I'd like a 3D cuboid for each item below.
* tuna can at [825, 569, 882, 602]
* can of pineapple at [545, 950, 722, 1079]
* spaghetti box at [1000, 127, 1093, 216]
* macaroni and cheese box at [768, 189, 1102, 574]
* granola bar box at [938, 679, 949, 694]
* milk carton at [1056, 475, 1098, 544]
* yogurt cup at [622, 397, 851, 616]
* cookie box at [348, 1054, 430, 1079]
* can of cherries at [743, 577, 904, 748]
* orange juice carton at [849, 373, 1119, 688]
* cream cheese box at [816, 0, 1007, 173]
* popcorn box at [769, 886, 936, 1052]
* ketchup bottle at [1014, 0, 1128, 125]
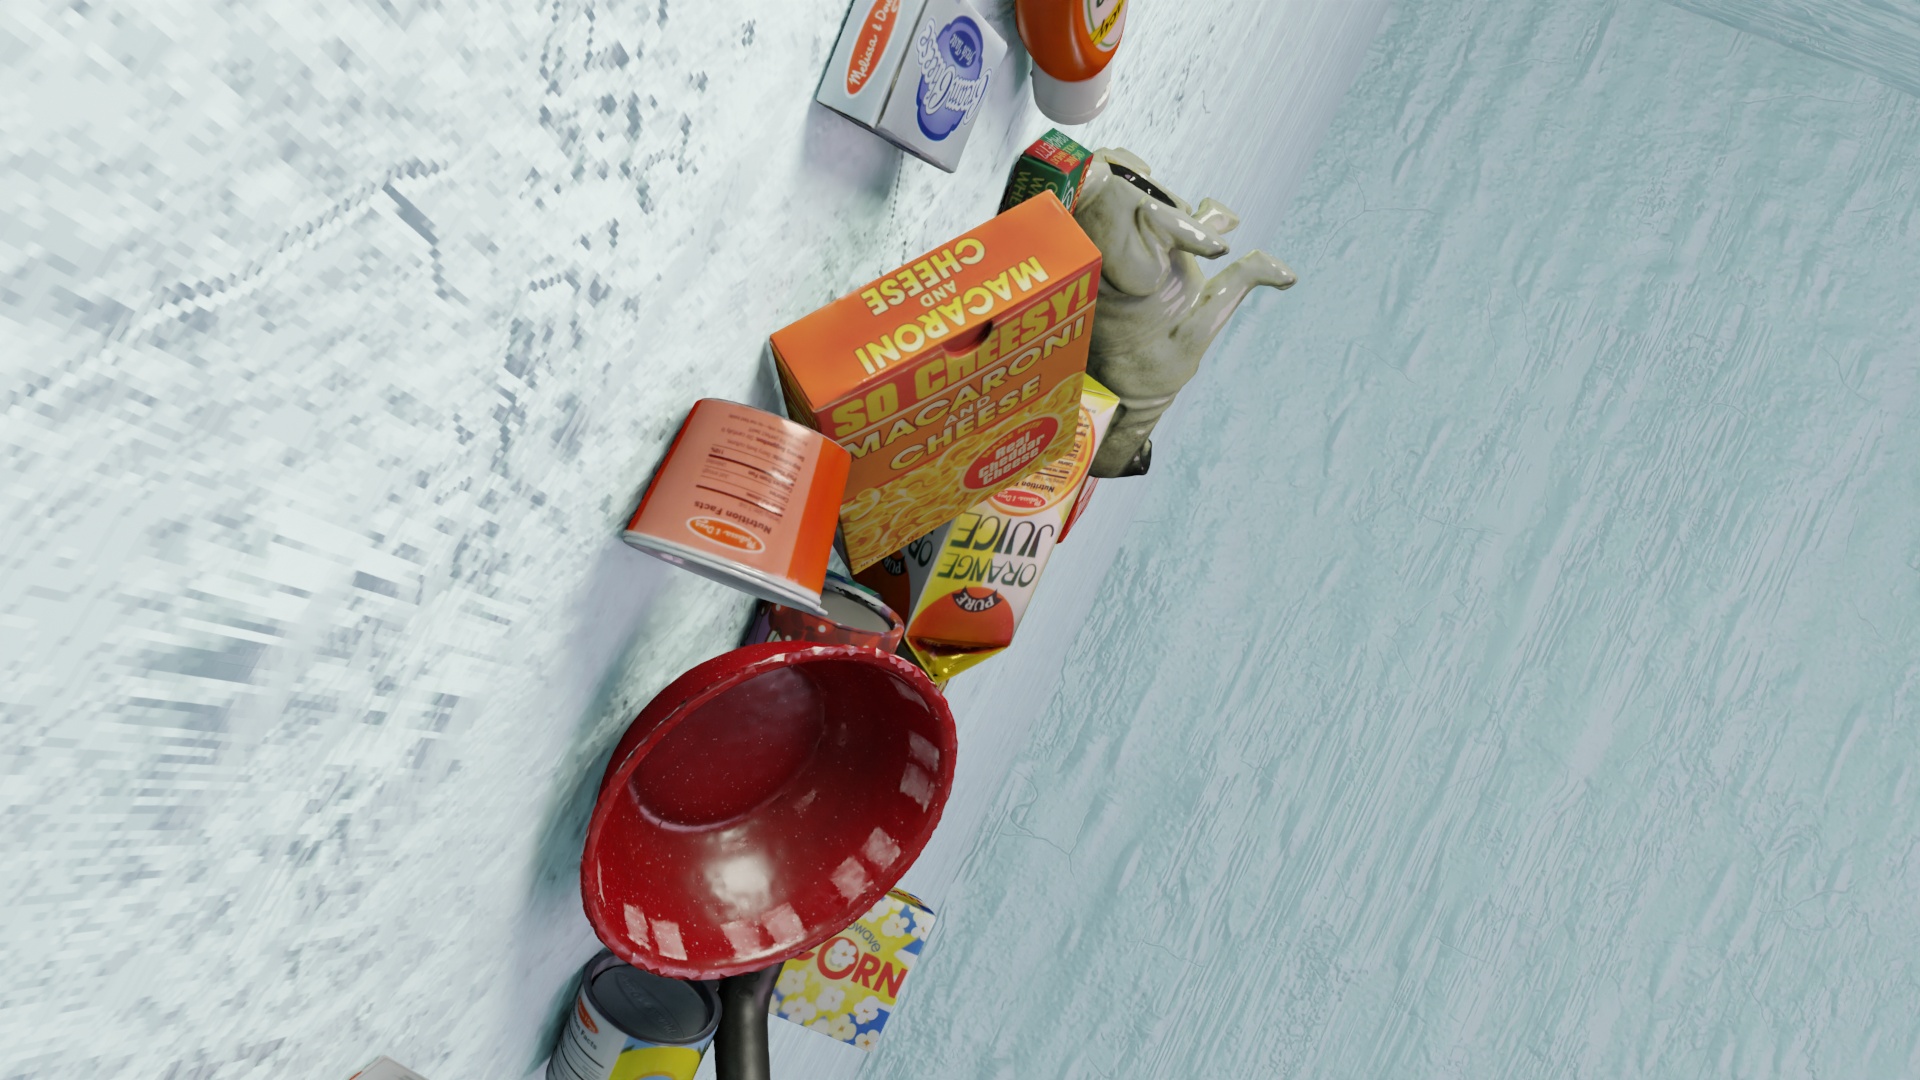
[{"bbox_3d":[-0.069,0.048,0.705,0.071,0.033,0.071,-61,170,-18],"label":"tuna can"},{"bbox_3d":[-0.150,0.233,0.646,0.057,0.071,0.071,-66,170,14],"label":"can of pineapple"},{"bbox_3d":[0.016,-0.104,0.777,0.050,0.029,0.248,-52,165,-55],"label":"spaghetti box"},{"bbox_3d":[-0.007,-0.057,0.576,0.124,0.040,0.166,-30,162,-11],"label":"macaroni and cheese box"},{"bbox_3d":[-0.047,0.111,0.965,0.124,0.039,0.165,-61,170,-21],"label":"granola bar box"},{"bbox_3d":[0.071,-0.070,1.022,0.073,0.073,0.189,-49,162,-59],"label":"milk carton"},{"bbox_3d":[-0.070,-0.012,0.458,0.072,0.072,0.054,61,47,-78],"label":"yogurt cup"},{"bbox_3d":[-0.219,0.240,0.390,0.122,0.040,0.168,-66,171,9],"label":"cookie box"},{"bbox_3d":[-0.066,0.054,0.633,0.058,0.071,0.071,-66,170,13],"label":"can of cherries"},{"bbox_3d":[0.003,-0.009,0.740,0.073,0.072,0.192,9,113,-35],"label":"orange juice carton"},{"bbox_3d":[-0.014,-0.163,0.481,0.053,0.024,0.104,-66,170,11],"label":"cream cheese box"},{"bbox_3d":[-0.088,0.220,0.776,0.085,0.126,0.038,-64,-161,-7],"label":"popcorn box"},{"bbox_3d":[0.047,-0.228,0.580,0.065,0.043,0.148,-62,171,-11],"label":"ketchup bottle"}]
